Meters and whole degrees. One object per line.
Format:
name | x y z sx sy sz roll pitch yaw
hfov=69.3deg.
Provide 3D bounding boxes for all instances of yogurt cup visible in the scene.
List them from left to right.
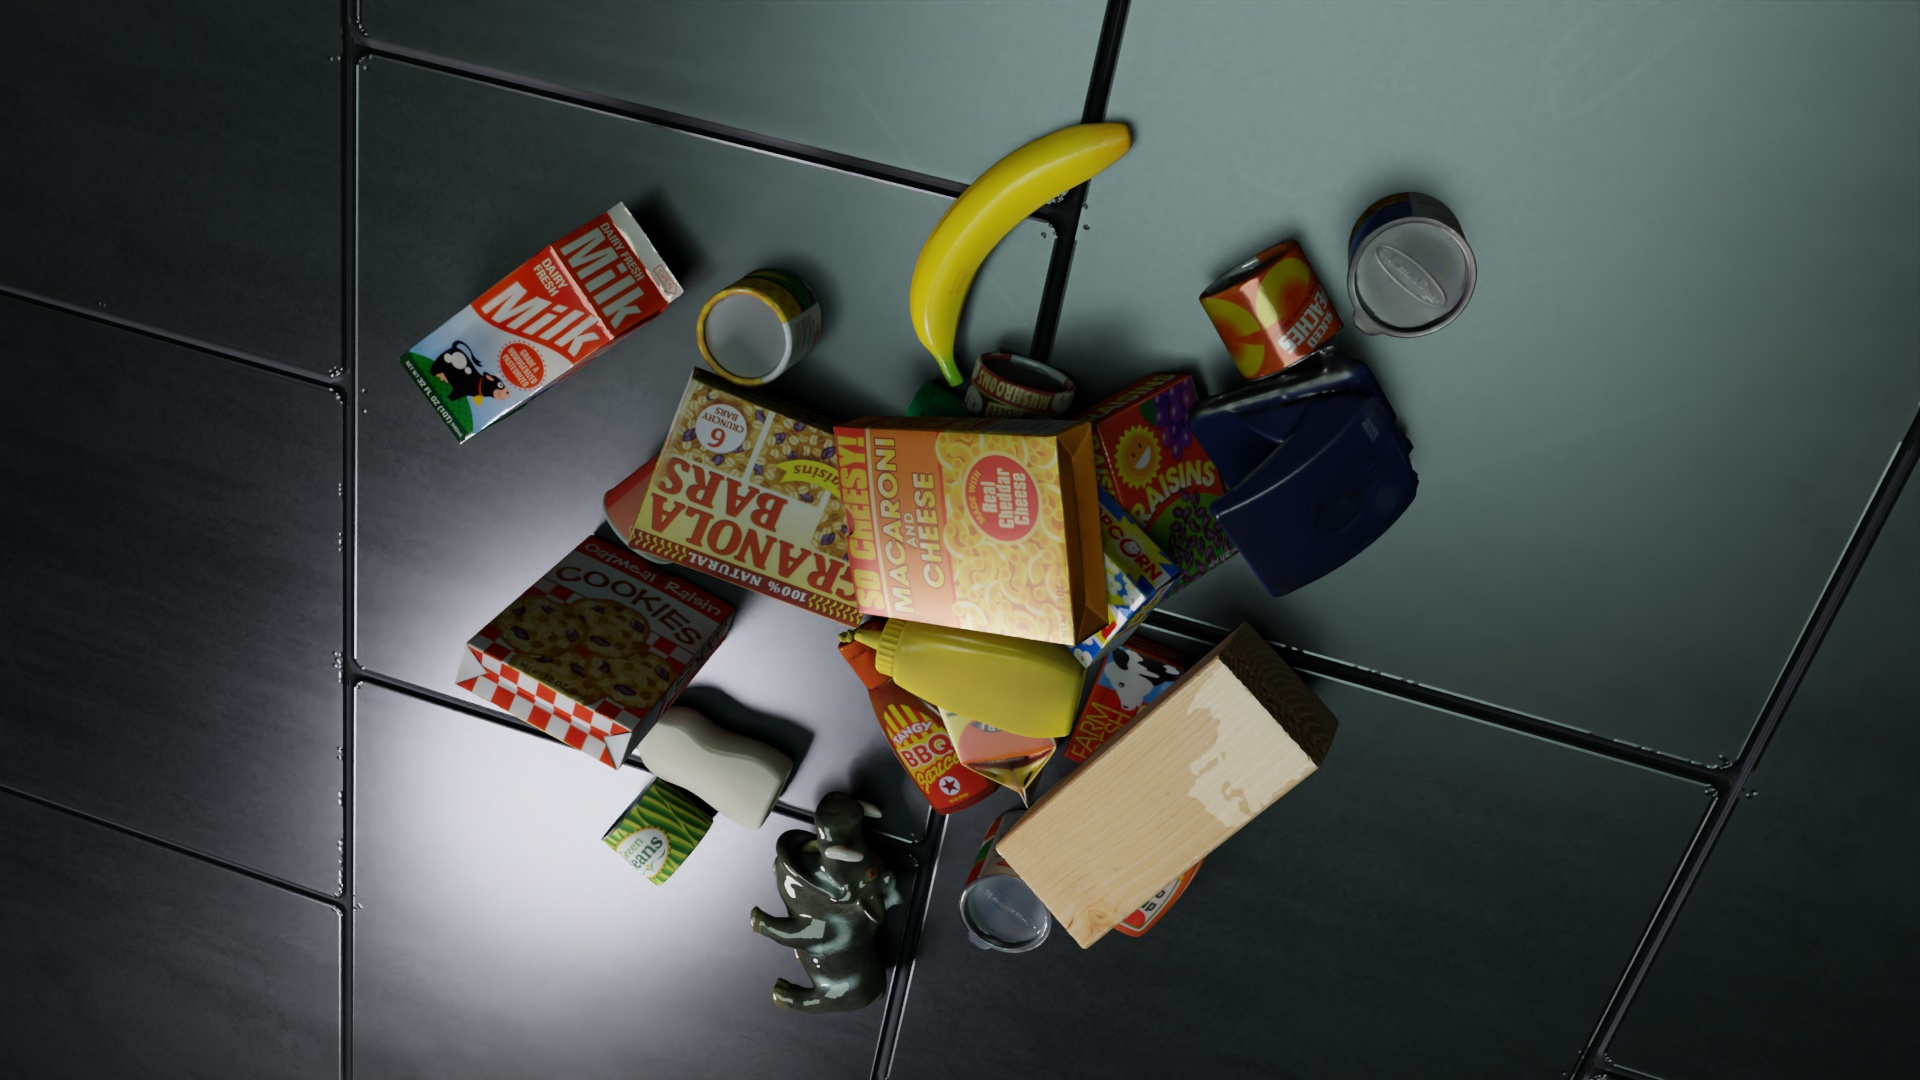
yogurt cup | -0.207 -0.026 0.970 0.054 0.072 0.072 -42 97 18

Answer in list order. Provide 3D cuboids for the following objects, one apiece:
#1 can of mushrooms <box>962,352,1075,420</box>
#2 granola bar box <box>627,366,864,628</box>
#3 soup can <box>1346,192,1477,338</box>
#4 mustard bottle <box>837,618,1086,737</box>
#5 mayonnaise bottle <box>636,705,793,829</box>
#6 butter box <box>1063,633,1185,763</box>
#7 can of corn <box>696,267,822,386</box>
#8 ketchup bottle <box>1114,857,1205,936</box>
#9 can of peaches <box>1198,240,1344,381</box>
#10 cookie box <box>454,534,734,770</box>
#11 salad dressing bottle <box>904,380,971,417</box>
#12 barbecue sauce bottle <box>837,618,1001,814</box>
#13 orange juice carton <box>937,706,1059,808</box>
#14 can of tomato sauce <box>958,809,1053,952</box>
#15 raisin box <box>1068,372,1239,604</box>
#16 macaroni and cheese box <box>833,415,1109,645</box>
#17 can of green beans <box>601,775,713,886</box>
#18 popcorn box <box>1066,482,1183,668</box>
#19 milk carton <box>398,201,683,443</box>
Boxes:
can of mushrooms | 0.036 -0.090 0.872 0.071 0.071 0.033 21 115 6
granola bar box | -0.121 -0.026 0.923 0.165 0.039 0.123 21 107 -13
soup can | 0.250 -0.155 0.781 0.071 0.084 0.071 6 114 13
mustard bottle | -0.001 0.077 0.883 0.160 0.049 0.065 15 115 10
mayonnaise bottle | -0.205 0.161 1.060 0.148 0.041 0.064 28 115 3
butter box | 0.113 0.116 0.964 0.053 0.024 0.103 22 116 4
can of corn | -0.133 -0.140 0.904 0.071 0.058 0.071 5 113 12
ketchup bottle | 0.147 0.214 0.987 0.065 0.044 0.148 35 116 -1
can of peaches | 0.183 -0.135 0.815 0.071 0.071 0.058 -27 102 23
cookie box | -0.246 0.071 0.962 0.123 0.168 0.040 27 120 2
salad dressing bottle | 0.034 -0.054 0.904 0.148 0.044 0.064 30 123 3
barbecue sauce bottle | -0.031 0.124 0.996 0.064 0.044 0.148 -29 102 28
orange juice carton | 0.022 0.083 0.949 0.073 0.072 0.192 -15 107 21
can of tomato sauce | 0.040 0.247 1.006 0.071 0.083 0.071 6 114 13
raisin box | 0.119 -0.032 0.866 0.040 0.086 0.123 8 122 55
macaroni and cheese box | 0.003 -0.010 0.825 0.166 0.040 0.123 5 109 37
can of green beans | -0.235 0.225 1.080 0.058 0.071 0.071 42 116 -5
popcorn box | 0.064 0.004 0.846 0.127 0.038 0.084 48 140 14
milk carton | -0.274 -0.147 0.930 0.190 0.074 0.072 -29 102 23
